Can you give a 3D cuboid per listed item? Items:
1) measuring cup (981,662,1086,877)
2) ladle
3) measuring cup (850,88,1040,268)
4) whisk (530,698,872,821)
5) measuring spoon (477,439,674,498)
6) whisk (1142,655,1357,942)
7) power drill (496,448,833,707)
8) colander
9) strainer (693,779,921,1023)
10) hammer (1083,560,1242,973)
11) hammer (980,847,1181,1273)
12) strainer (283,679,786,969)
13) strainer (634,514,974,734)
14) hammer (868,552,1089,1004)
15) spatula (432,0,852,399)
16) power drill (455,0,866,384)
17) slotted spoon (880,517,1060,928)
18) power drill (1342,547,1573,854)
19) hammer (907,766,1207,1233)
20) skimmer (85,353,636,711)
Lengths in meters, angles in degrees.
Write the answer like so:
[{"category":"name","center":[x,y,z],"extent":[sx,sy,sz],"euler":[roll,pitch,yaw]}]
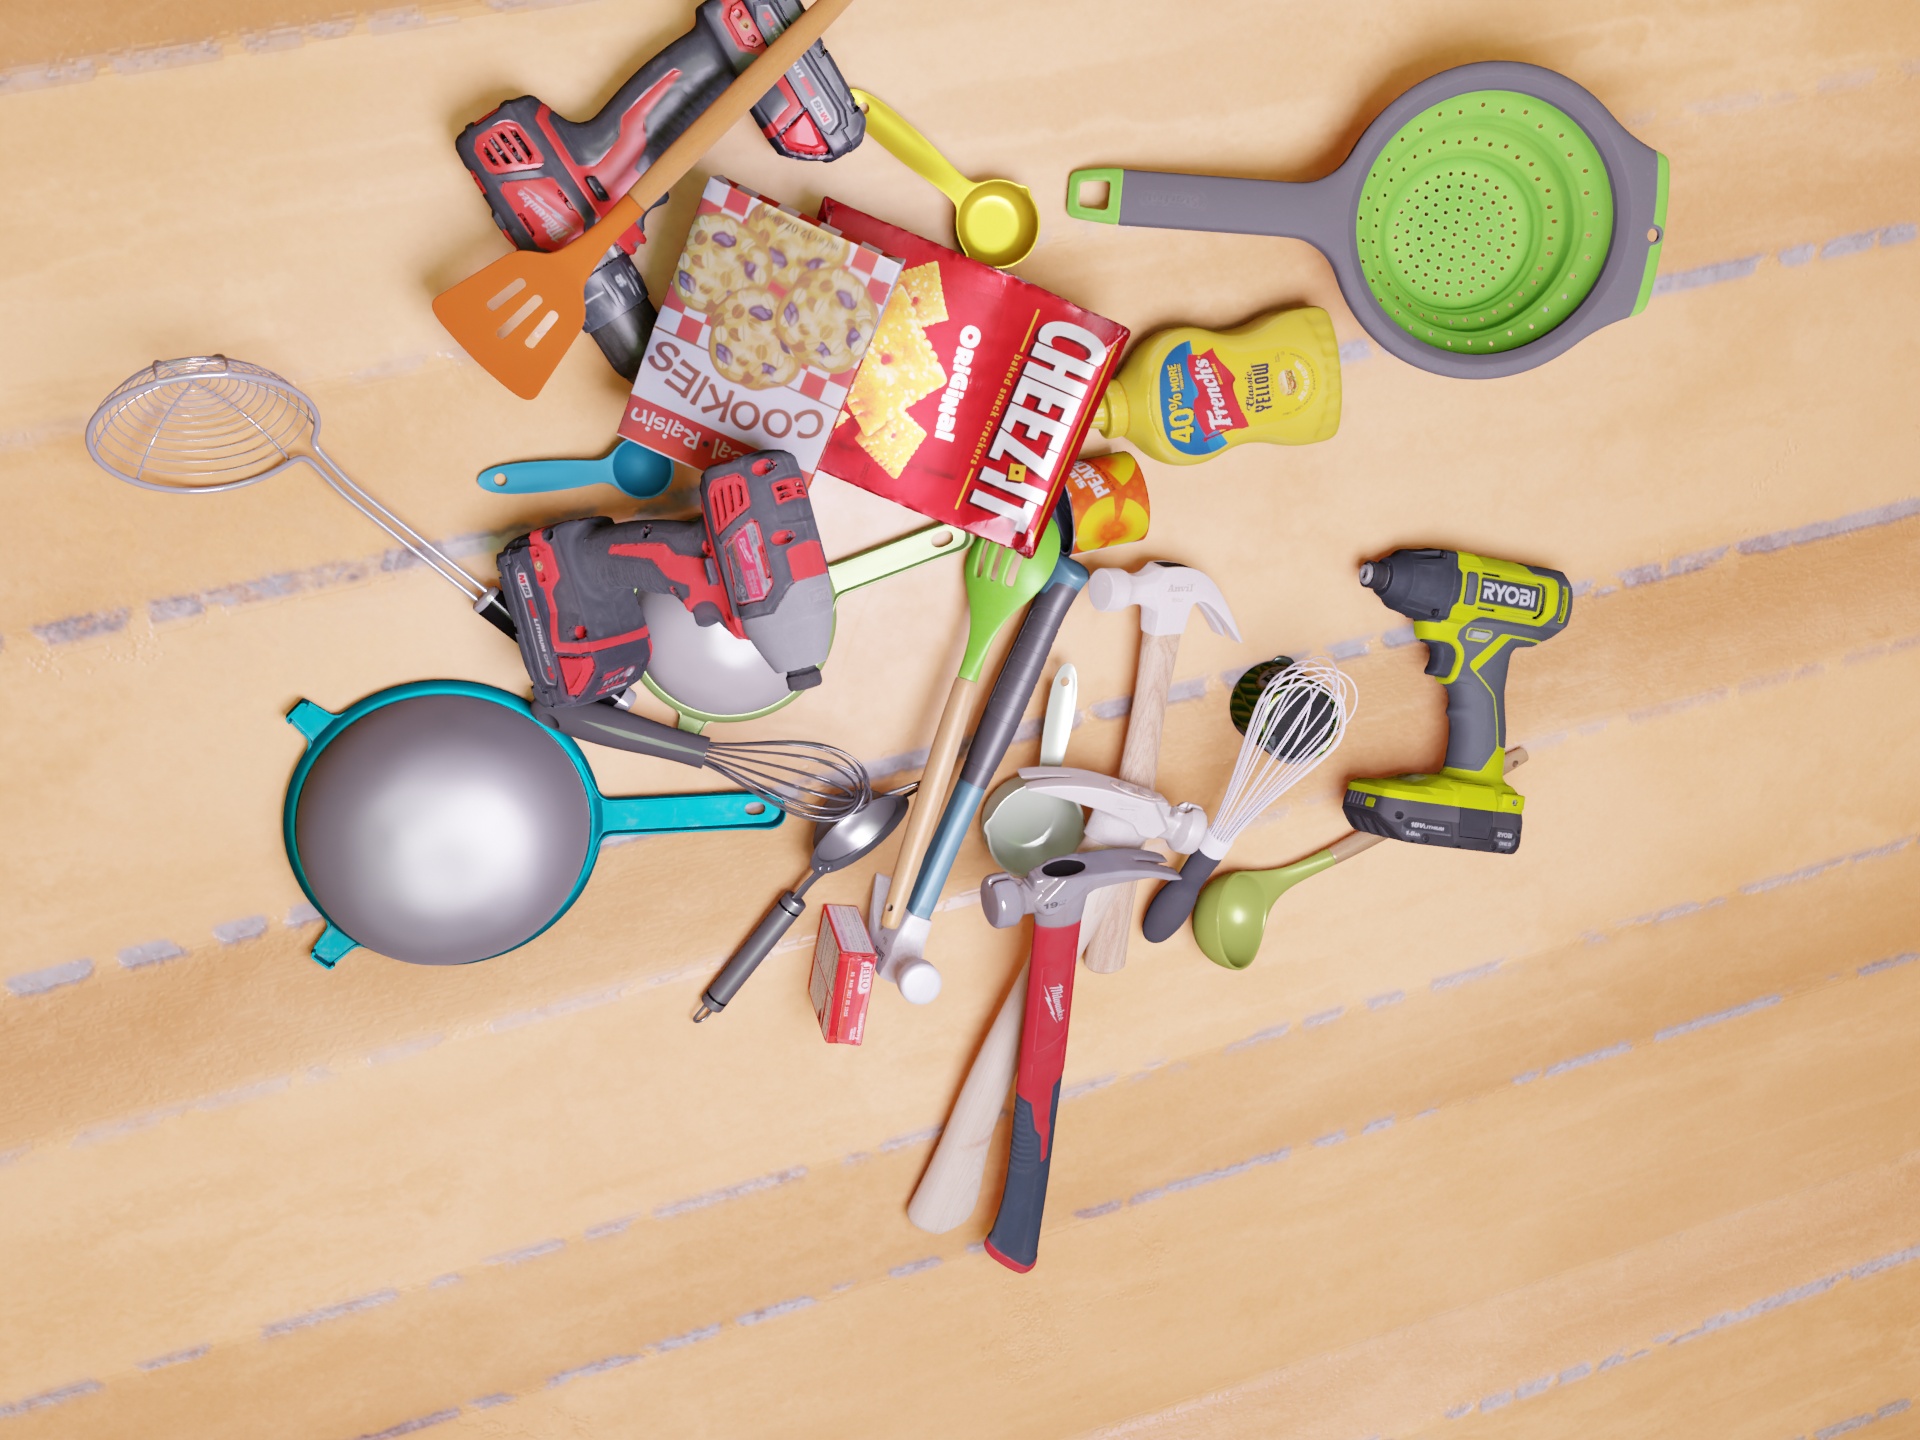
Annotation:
[{"category":"measuring cup","center":[0.060,0.034,1.189],"extent":[0.083,0.038,0.167],"euler":[6,104,-17]},{"category":"ladle","center":[0.325,0.102,1.271],"extent":[0.320,0.062,0.078],"euler":[-27,116,-8]},{"category":"measuring cup","center":[-0.015,-0.360,1.052],"extent":[0.156,0.029,0.062],"euler":[38,95,-13]},{"category":"whisk","center":[-0.175,0.021,1.084],"extent":[0.239,0.055,0.055],"euler":[16,103,-8]},{"category":"measuring spoon","center":[-0.254,-0.166,1.055],"extent":[0.128,0.021,0.042],"euler":[-5,110,-4]},{"category":"whisk","center":[0.205,0.069,1.181],"extent":[0.070,0.070,0.284],"euler":[15,125,-19]},{"category":"power drill","center":[-0.175,-0.076,0.987],"extent":[0.220,0.078,0.143],"euler":[-10,99,33]},{"category":"colander","center":[0.272,-0.348,1.105],"extent":[0.397,0.094,0.204],"euler":[5,102,2]},{"category":"strainer","center":[-0.120,0.127,1.168],"extent":[0.258,0.050,0.086],"euler":[-51,156,10]},{"category":"hammer","center":[0.135,0.041,1.201],"extent":[0.130,0.031,0.331],"euler":[-6,114,-32]},{"category":"hammer","center":[0.074,0.267,1.200],"extent":[0.143,0.038,0.386],"euler":[-8,122,-20]},{"category":"strainer","center":[-0.284,0.082,1.080],"extent":[0.340,0.095,0.211],"euler":[-2,108,-13]},{"category":"strainer","center":[-0.105,-0.081,1.089],"extent":[0.256,0.069,0.151],"euler":[-21,111,-6]},{"category":"hammer","center":[0.015,0.033,1.144],"extent":[0.033,0.128,0.331],"euler":[24,91,-21]},{"category":"spatula","center":[-0.176,-0.325,0.942],"extent":[0.322,0.041,0.081],"euler":[-44,111,4]},{"category":"power drill","center":[-0.171,-0.334,0.989],"extent":[0.226,0.080,0.187],"euler":[-32,112,0]},{"category":"slotted spoon","center":[-0.002,-0.004,1.117],"extent":[0.031,0.070,0.314],"euler":[18,90,-58]},{"category":"power drill","center":[0.371,-0.018,1.220],"extent":[0.171,0.080,0.223],"euler":[7,91,-18]},{"category":"hammer","center":[0.039,0.224,1.215],"extent":[0.146,0.038,0.410],"euler":[16,110,-19]},{"category":"skimmer","center":[-0.360,-0.096,1.006],"extent":[0.127,0.090,0.363],"euler":[-32,120,33]}]
